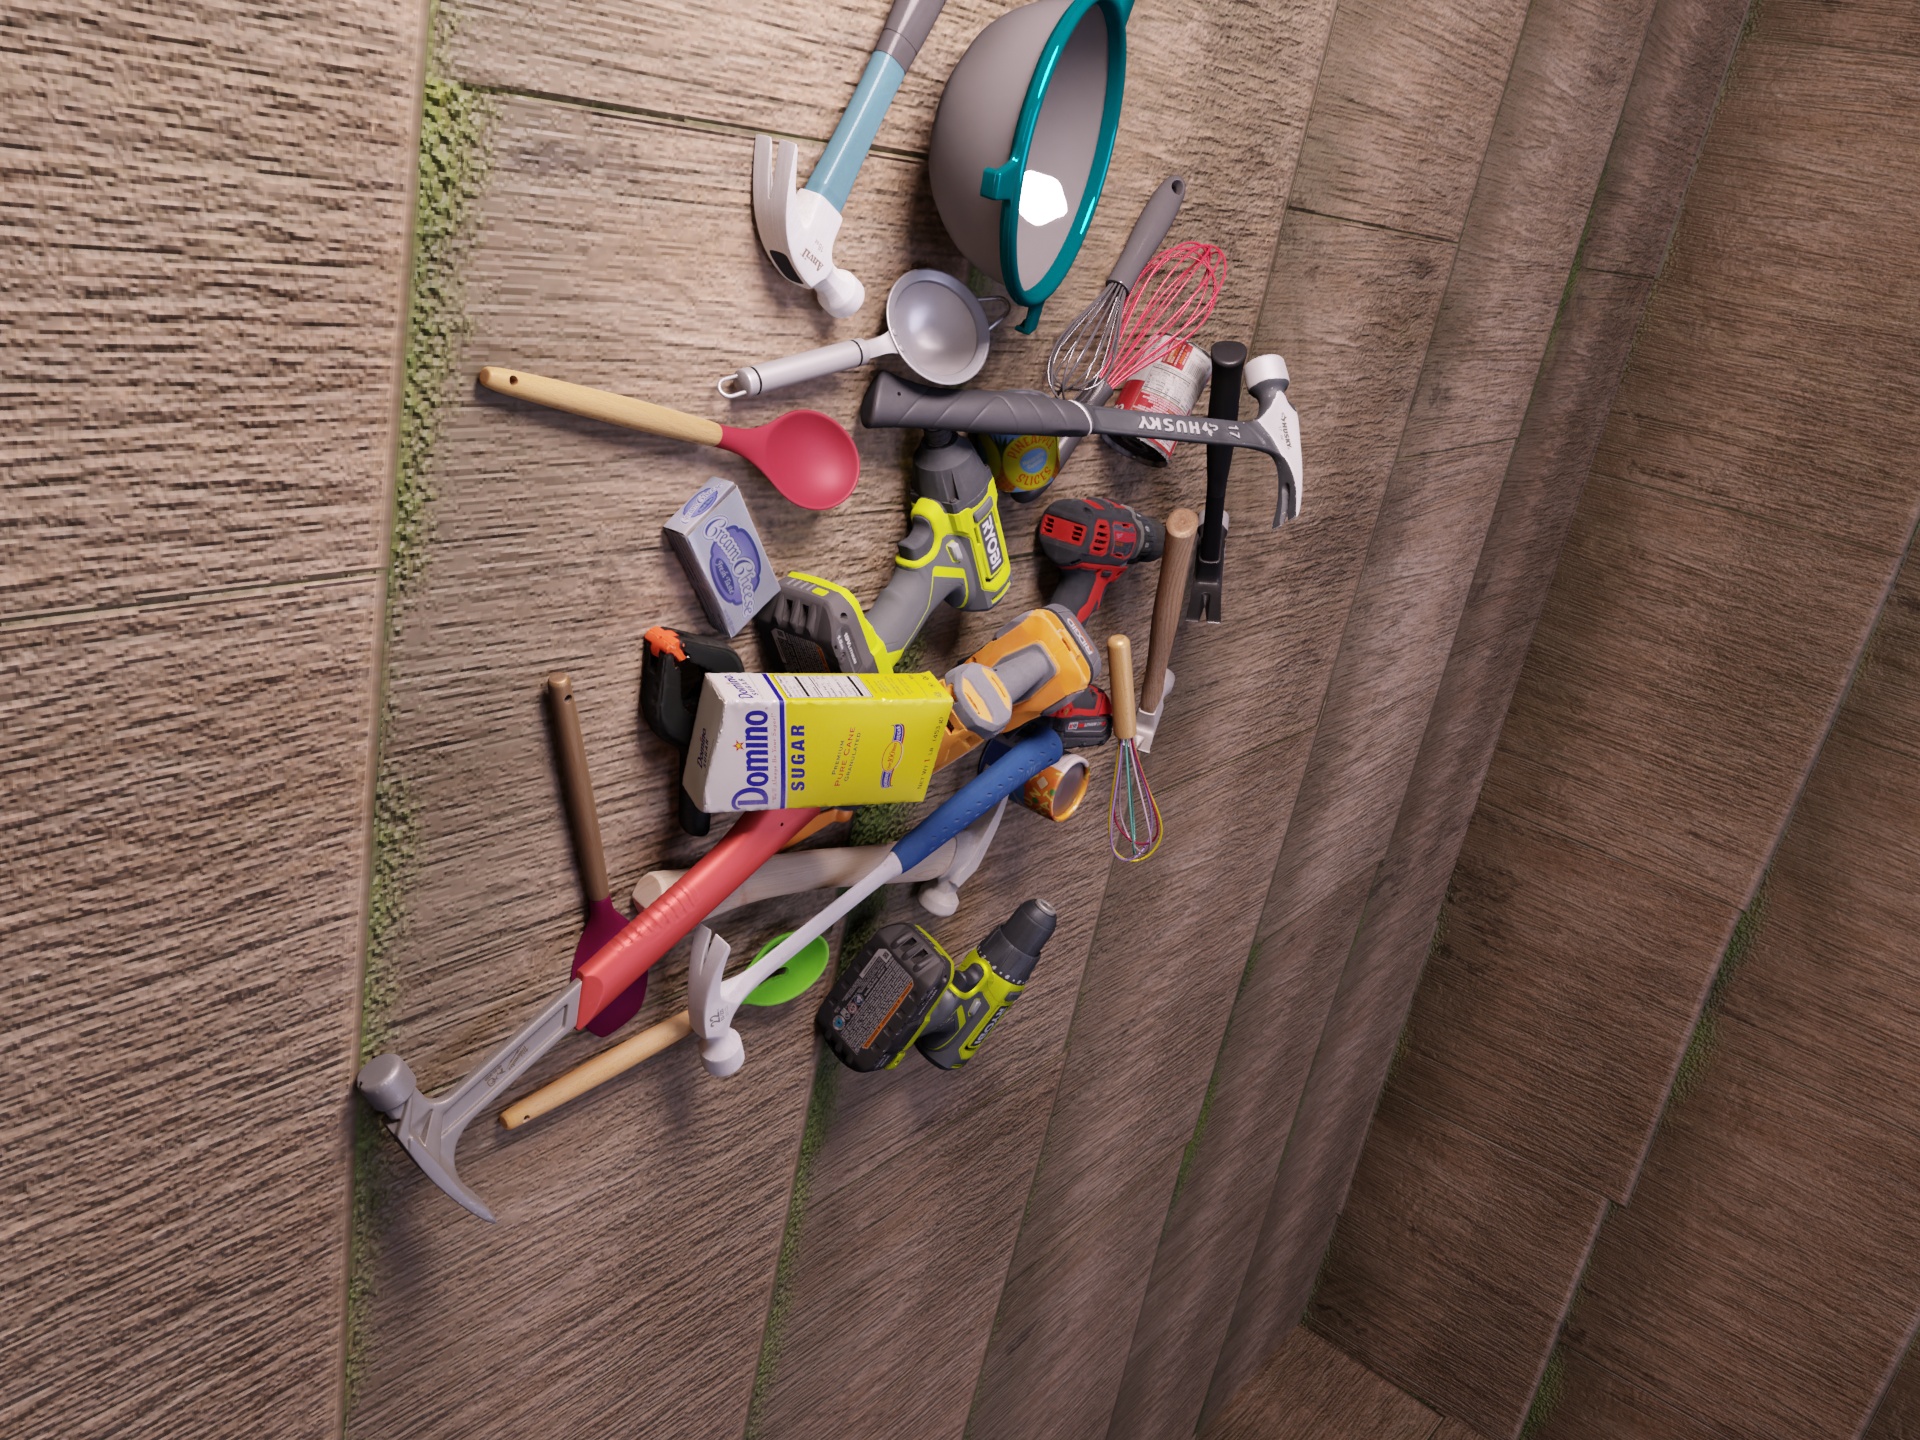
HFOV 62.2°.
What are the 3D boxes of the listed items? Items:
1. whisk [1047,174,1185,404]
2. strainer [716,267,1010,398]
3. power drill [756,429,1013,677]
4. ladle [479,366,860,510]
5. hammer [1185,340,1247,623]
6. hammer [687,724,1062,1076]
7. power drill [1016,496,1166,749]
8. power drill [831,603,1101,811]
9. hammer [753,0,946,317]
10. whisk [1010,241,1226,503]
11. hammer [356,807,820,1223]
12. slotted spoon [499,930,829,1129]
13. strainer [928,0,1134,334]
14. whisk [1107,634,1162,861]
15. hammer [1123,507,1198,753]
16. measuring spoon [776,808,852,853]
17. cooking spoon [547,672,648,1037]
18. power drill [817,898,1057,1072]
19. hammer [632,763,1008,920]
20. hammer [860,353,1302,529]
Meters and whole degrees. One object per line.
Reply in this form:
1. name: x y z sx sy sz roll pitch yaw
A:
1. whisk: 0.136 -0.363 1.337 0.239 0.055 0.055 -62 150 -14
2. strainer: -0.068 -0.257 1.101 0.258 0.050 0.087 -26 95 -40
3. power drill: -0.049 -0.109 1.204 0.223 0.080 0.171 -50 143 -31
4. ladle: -0.172 -0.184 1.002 0.315 0.031 0.069 3 86 -55
5. hammer: 0.241 -0.227 1.495 0.334 0.035 0.146 81 17 -59
6. hammer: -0.060 0.119 1.292 0.405 0.035 0.144 -37 143 -31
7. power drill: 0.120 -0.094 1.477 0.187 0.080 0.226 -4 111 -57
8. power drill: -0.002 -0.004 1.301 0.185 0.084 0.226 -34 179 36
9. hammer: -0.040 -0.435 1.027 0.128 0.033 0.331 29 86 -61
10. whisk: 0.134 -0.302 1.367 0.296 0.073 0.073 -53 148 -11
11. hammer: -0.231 0.174 1.096 0.359 0.037 0.149 -43 129 -25
12. slotted spoon: -0.221 0.236 1.226 0.314 0.031 0.070 -24 130 -46
13. strainer: 0.058 -0.459 1.106 0.211 0.095 0.340 58 52 -72
14. whisk: 0.160 0.030 1.493 0.051 0.047 0.244 -58 146 -54
15. hammer: 0.195 -0.081 1.539 0.331 0.031 0.130 90 18 -56
16. measuring spoon: -0.126 0.090 1.283 0.117 0.011 0.021 -25 131 -47
17. cooking spoon: -0.251 0.101 1.089 0.069 0.017 0.318 -36 139 -38
18. power drill: -0.012 0.243 1.474 0.190 0.080 0.228 -54 152 13
19. hammer: -0.102 0.113 1.299 0.410 0.038 0.146 -2 121 -55
20. hammer: 0.107 -0.228 1.235 0.408 0.036 0.149 -2 74 -30
